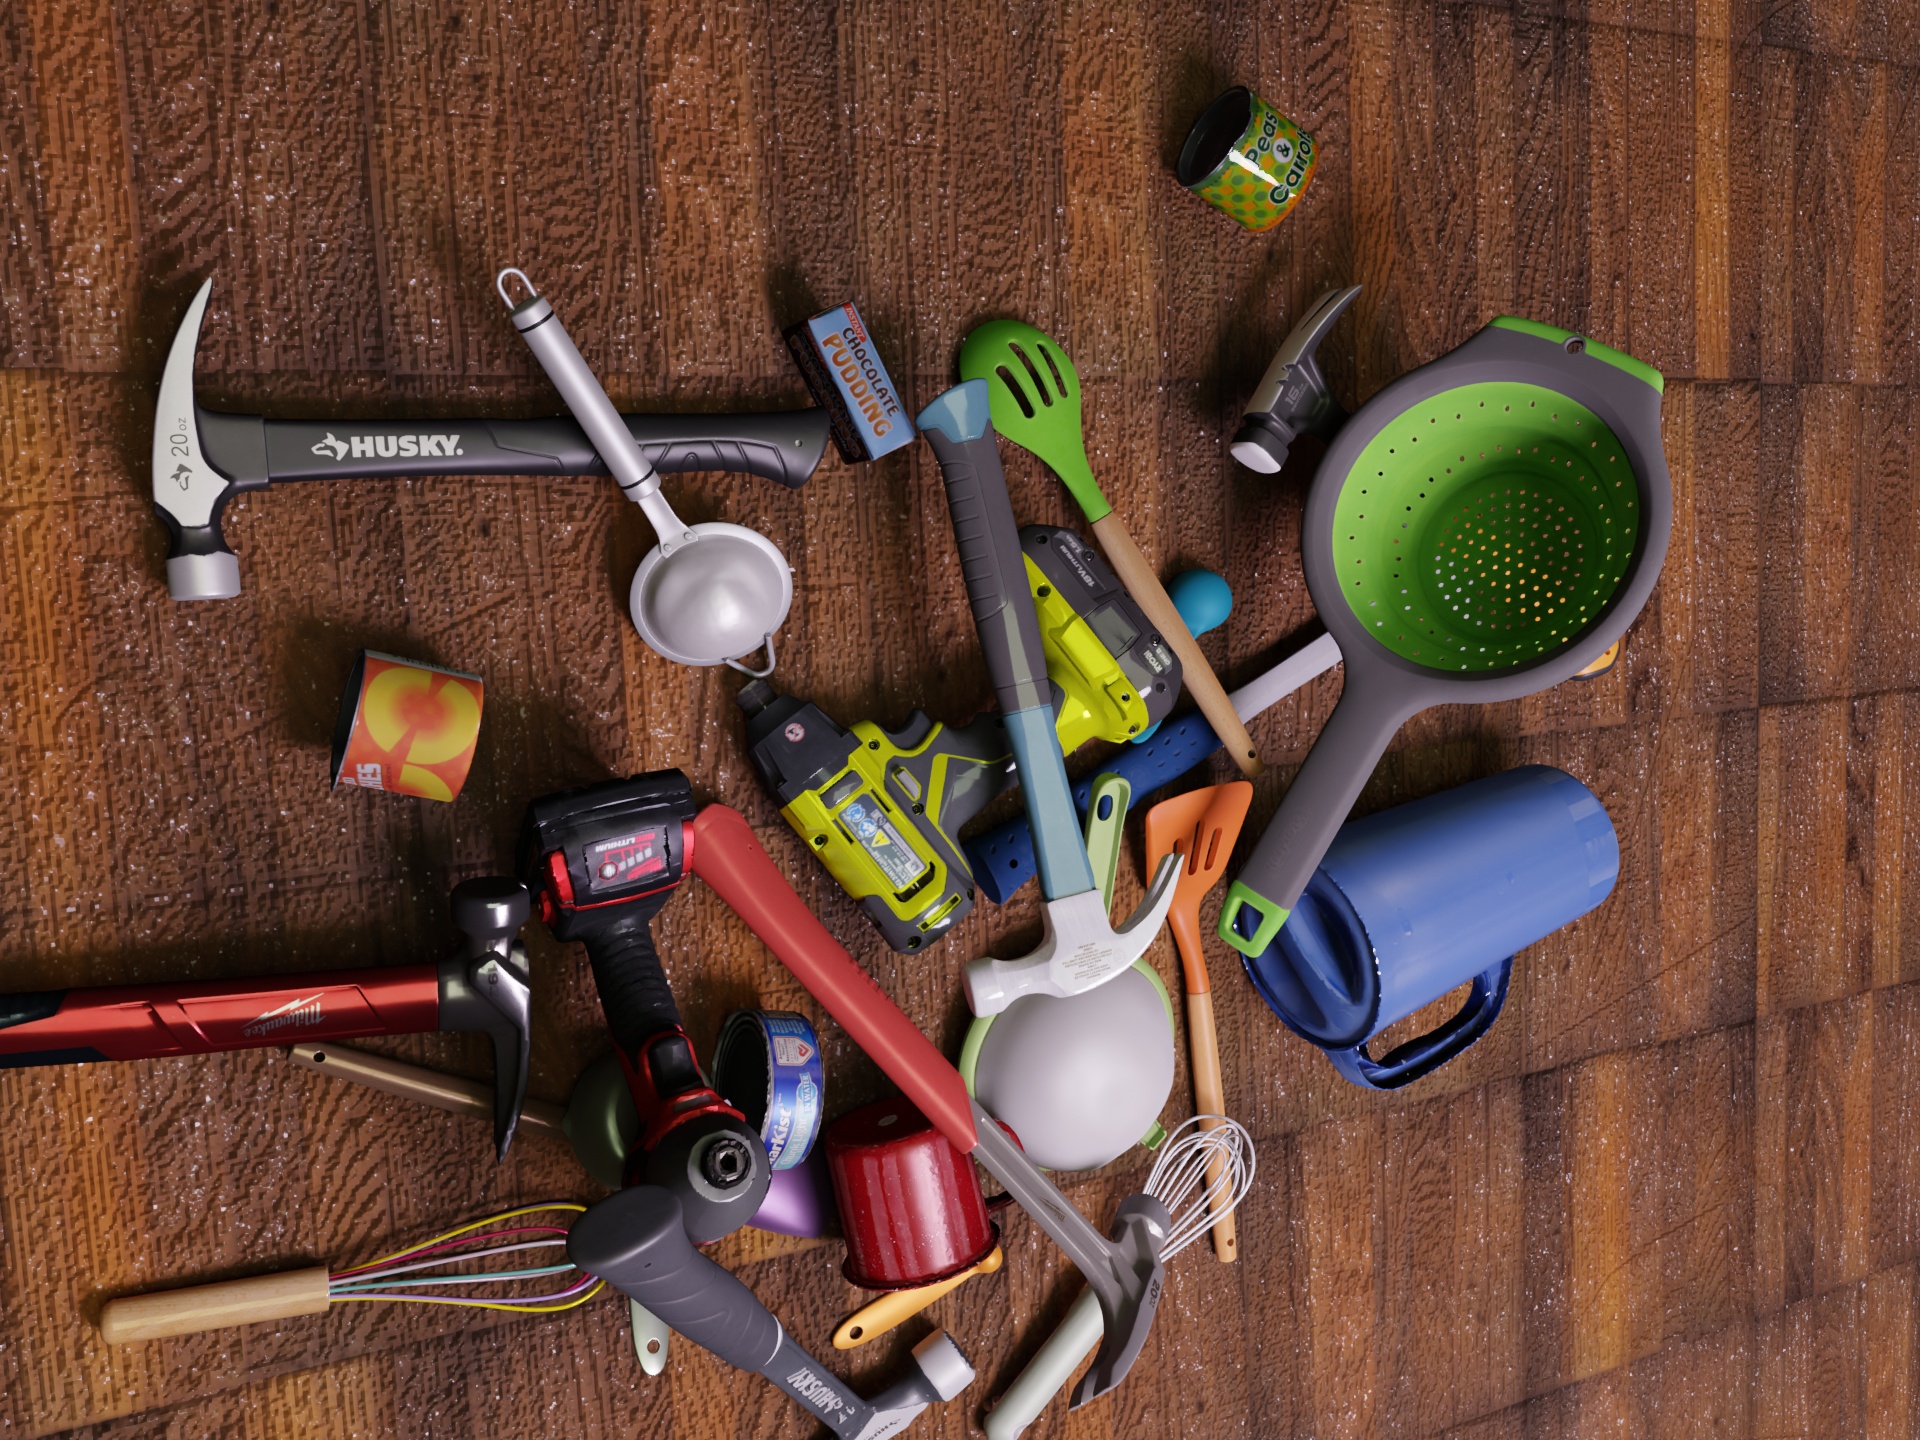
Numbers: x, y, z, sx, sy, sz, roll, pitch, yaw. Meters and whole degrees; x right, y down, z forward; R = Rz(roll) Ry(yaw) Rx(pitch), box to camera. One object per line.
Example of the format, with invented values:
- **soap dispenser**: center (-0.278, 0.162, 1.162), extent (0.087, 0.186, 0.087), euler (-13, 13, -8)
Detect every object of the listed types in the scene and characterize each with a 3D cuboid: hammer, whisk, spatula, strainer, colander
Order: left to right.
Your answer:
- **hammer**: center (-0.396, 0.154, 0.728), extent (0.386, 0.038, 0.143), euler (-1, 103, -21)
- **whisk**: center (-0.295, 0.286, 0.801), extent (0.245, 0.051, 0.047), euler (-2, 101, -23)
- **hammer**: center (-0.224, -0.144, 0.804), extent (0.334, 0.035, 0.146), euler (-6, 97, -25)
- **spatula**: center (-0.201, 0.217, 0.854), extent (0.315, 0.018, 0.060), euler (24, 74, -26)
- **strainer**: center (-0.158, -0.111, 0.801), extent (0.087, 0.050, 0.258), euler (-30, 120, 0)
- **hammer**: center (-0.098, 0.312, 0.781), extent (0.149, 0.036, 0.408), euler (-36, 145, -11)
- **hammer**: center (-0.027, 0.189, 0.848), extent (0.359, 0.149, 0.036), euler (47, 117, -1)
- **hammer**: center (0.031, -0.019, 0.847), extent (0.128, 0.033, 0.331), euler (-12, 88, -11)
- **strainer**: center (0.084, 0.161, 0.937), extent (0.151, 0.069, 0.256), euler (0, 105, -27)
- **whisk**: center (0.096, 0.347, 0.987), extent (0.246, 0.059, 0.057), euler (-50, 148, -5)
- **spatula**: center (0.159, 0.197, 1.014), extent (0.081, 0.041, 0.322), euler (-12, 100, -27)
- **hammer**: center (0.172, -0.013, 1.006), extent (0.405, 0.035, 0.144), euler (-31, 107, -20)
- **colander**: center (0.272, -0.034, 0.942), extent (0.094, 0.205, 0.397), euler (18, 103, -58)
- **hammer**: center (0.321, -0.133, 1.029), extent (0.336, 0.034, 0.127), euler (34, 81, -25)

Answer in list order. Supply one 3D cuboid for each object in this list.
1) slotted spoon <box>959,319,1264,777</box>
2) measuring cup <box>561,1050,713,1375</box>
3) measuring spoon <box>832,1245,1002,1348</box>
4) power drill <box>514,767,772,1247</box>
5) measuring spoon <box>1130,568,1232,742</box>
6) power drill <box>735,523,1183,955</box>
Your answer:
- **slotted spoon**: center (0.098, -0.099, 0.938), extent (0.070, 0.031, 0.313), euler (-36, 99, -22)
- **measuring cup**: center (-0.160, 0.253, 0.831), extent (0.083, 0.038, 0.168), euler (5, 68, -33)
- **measuring spoon**: center (-0.024, 0.346, 0.953), extent (0.117, 0.011, 0.021), euler (-22, 103, -23)
- **power drill**: center (-0.149, 0.143, 0.770), extent (0.078, 0.143, 0.220), euler (-12, 74, -24)
- **measuring spoon**: center (0.130, -0.043, 0.967), extent (0.042, 0.021, 0.129), euler (20, 65, 15)
- **power drill**: center (-0.001, -0.003, 0.893), extent (0.223, 0.080, 0.171), euler (-39, 92, -15)
